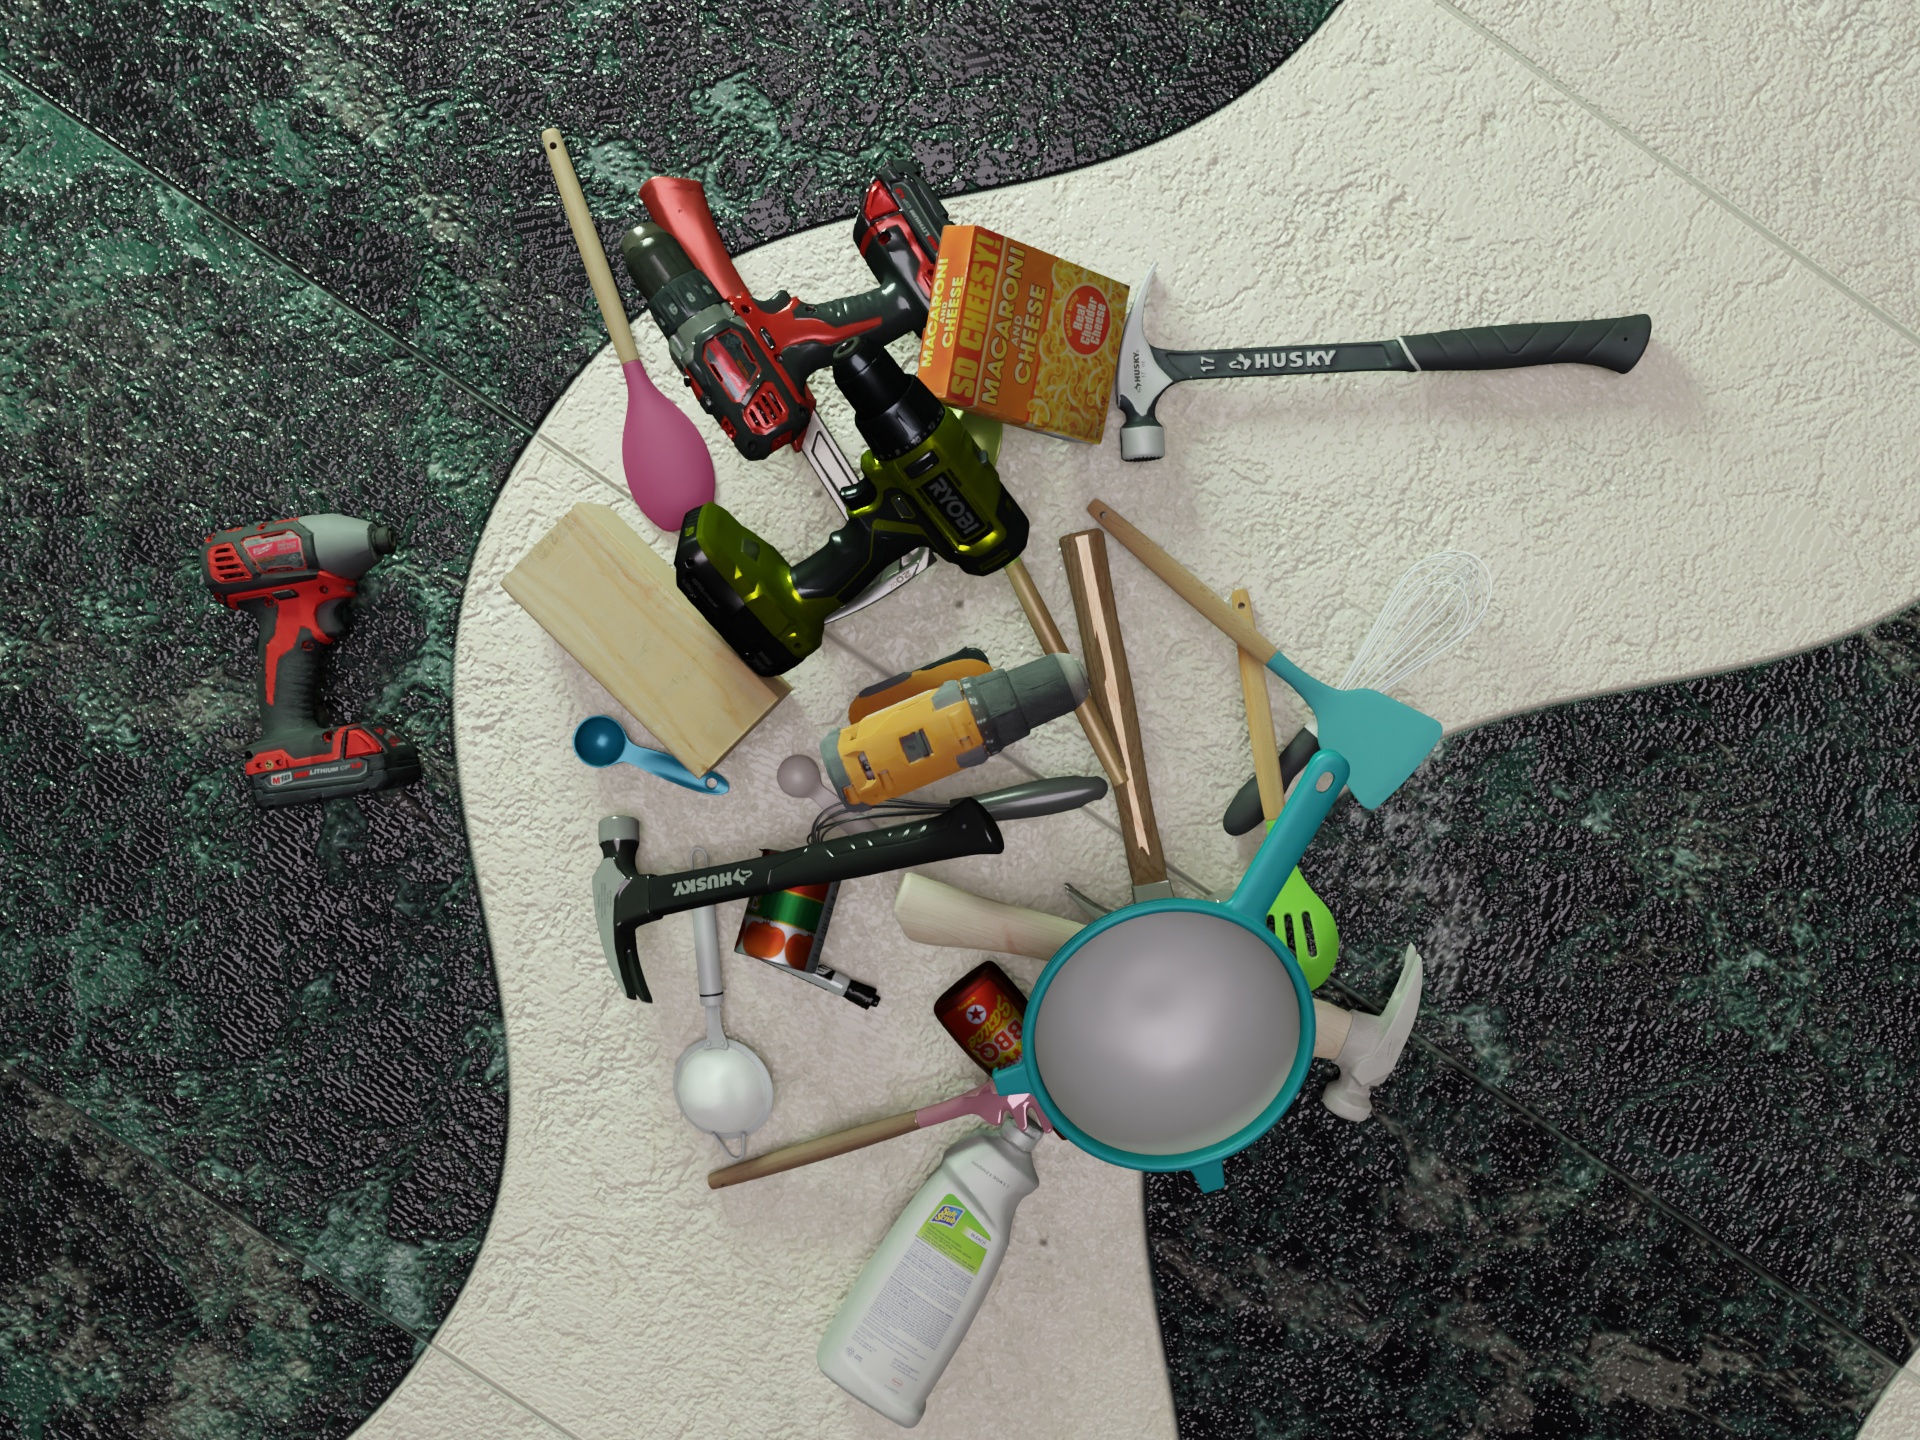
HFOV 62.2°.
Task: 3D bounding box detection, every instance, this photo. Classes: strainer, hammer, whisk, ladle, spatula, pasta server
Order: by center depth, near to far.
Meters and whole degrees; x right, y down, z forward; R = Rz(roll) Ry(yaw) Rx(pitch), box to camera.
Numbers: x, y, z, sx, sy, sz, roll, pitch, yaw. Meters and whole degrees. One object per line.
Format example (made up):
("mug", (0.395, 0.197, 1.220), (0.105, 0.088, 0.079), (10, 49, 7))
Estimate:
("strainer", (0.177, 0.161, 1.159), (0.211, 0.095, 0.340), (27, 100, -10))
("hammer", (-0.126, 0.116, 1.179), (0.335, 0.035, 0.146), (-13, 69, 20))
("ladle", (0.061, -0.100, 1.205), (0.062, 0.078, 0.320), (-27, 88, 33))
("spatula", (0.217, -0.066, 1.205), (0.317, 0.044, 0.082), (41, 102, 10))
("hammer", (0.322, -0.285, 1.220), (0.409, 0.036, 0.149), (-3, 93, 0))
("whisk", (-0.004, 0.073, 1.224), (0.239, 0.055, 0.055), (-11, 94, 3))
("hammer", (-0.146, -0.253, 1.225), (0.149, 0.037, 0.359), (-32, 94, 3))
("hammer", (0.151, 0.185, 1.230), (0.410, 0.038, 0.146), (18, 104, -5))
("whisk", (0.301, -0.019, 1.233), (0.070, 0.070, 0.284), (41, 99, -3))
("pasta server", (-0.057, 0.325, 1.243), (0.316, 0.040, 0.060), (-20, 130, 13))
("hammer", (0.124, 0.016, 1.245), (0.130, 0.031, 0.331), (-12, 94, 1))
("strainer", (-0.199, 0.229, 1.262), (0.087, 0.050, 0.258), (-5, 91, 15))

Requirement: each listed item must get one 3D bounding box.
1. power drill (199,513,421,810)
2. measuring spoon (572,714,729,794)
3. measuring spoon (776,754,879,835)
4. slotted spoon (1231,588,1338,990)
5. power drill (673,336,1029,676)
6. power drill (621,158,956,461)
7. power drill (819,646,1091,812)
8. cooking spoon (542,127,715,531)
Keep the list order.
("power drill", (-0.492, -0.049, 1.226), (0.143, 0.078, 0.219), (-10, 91, 1))
("measuring spoon", (-0.244, 0.031, 1.260), (0.128, 0.021, 0.042), (22, 94, -10))
("measuring spoon", (-0.094, 0.074, 1.258), (0.124, 0.018, 0.034), (40, 93, -3))
("slotted spoon", (0.235, 0.051, 1.214), (0.070, 0.031, 0.314), (-9, 79, 11))
("power drill", (-0.090, -0.148, 1.134), (0.228, 0.080, 0.190), (-30, 121, 18))
("power drill", (-0.118, -0.321, 1.171), (0.226, 0.080, 0.188), (-35, 92, -11))
("power drill", (-0.002, -0.004, 1.146), (0.185, 0.226, 0.084), (-23, 94, 2))
("cooking spoon", (-0.264, -0.301, 1.230), (0.069, 0.017, 0.319), (-19, 94, 1))
